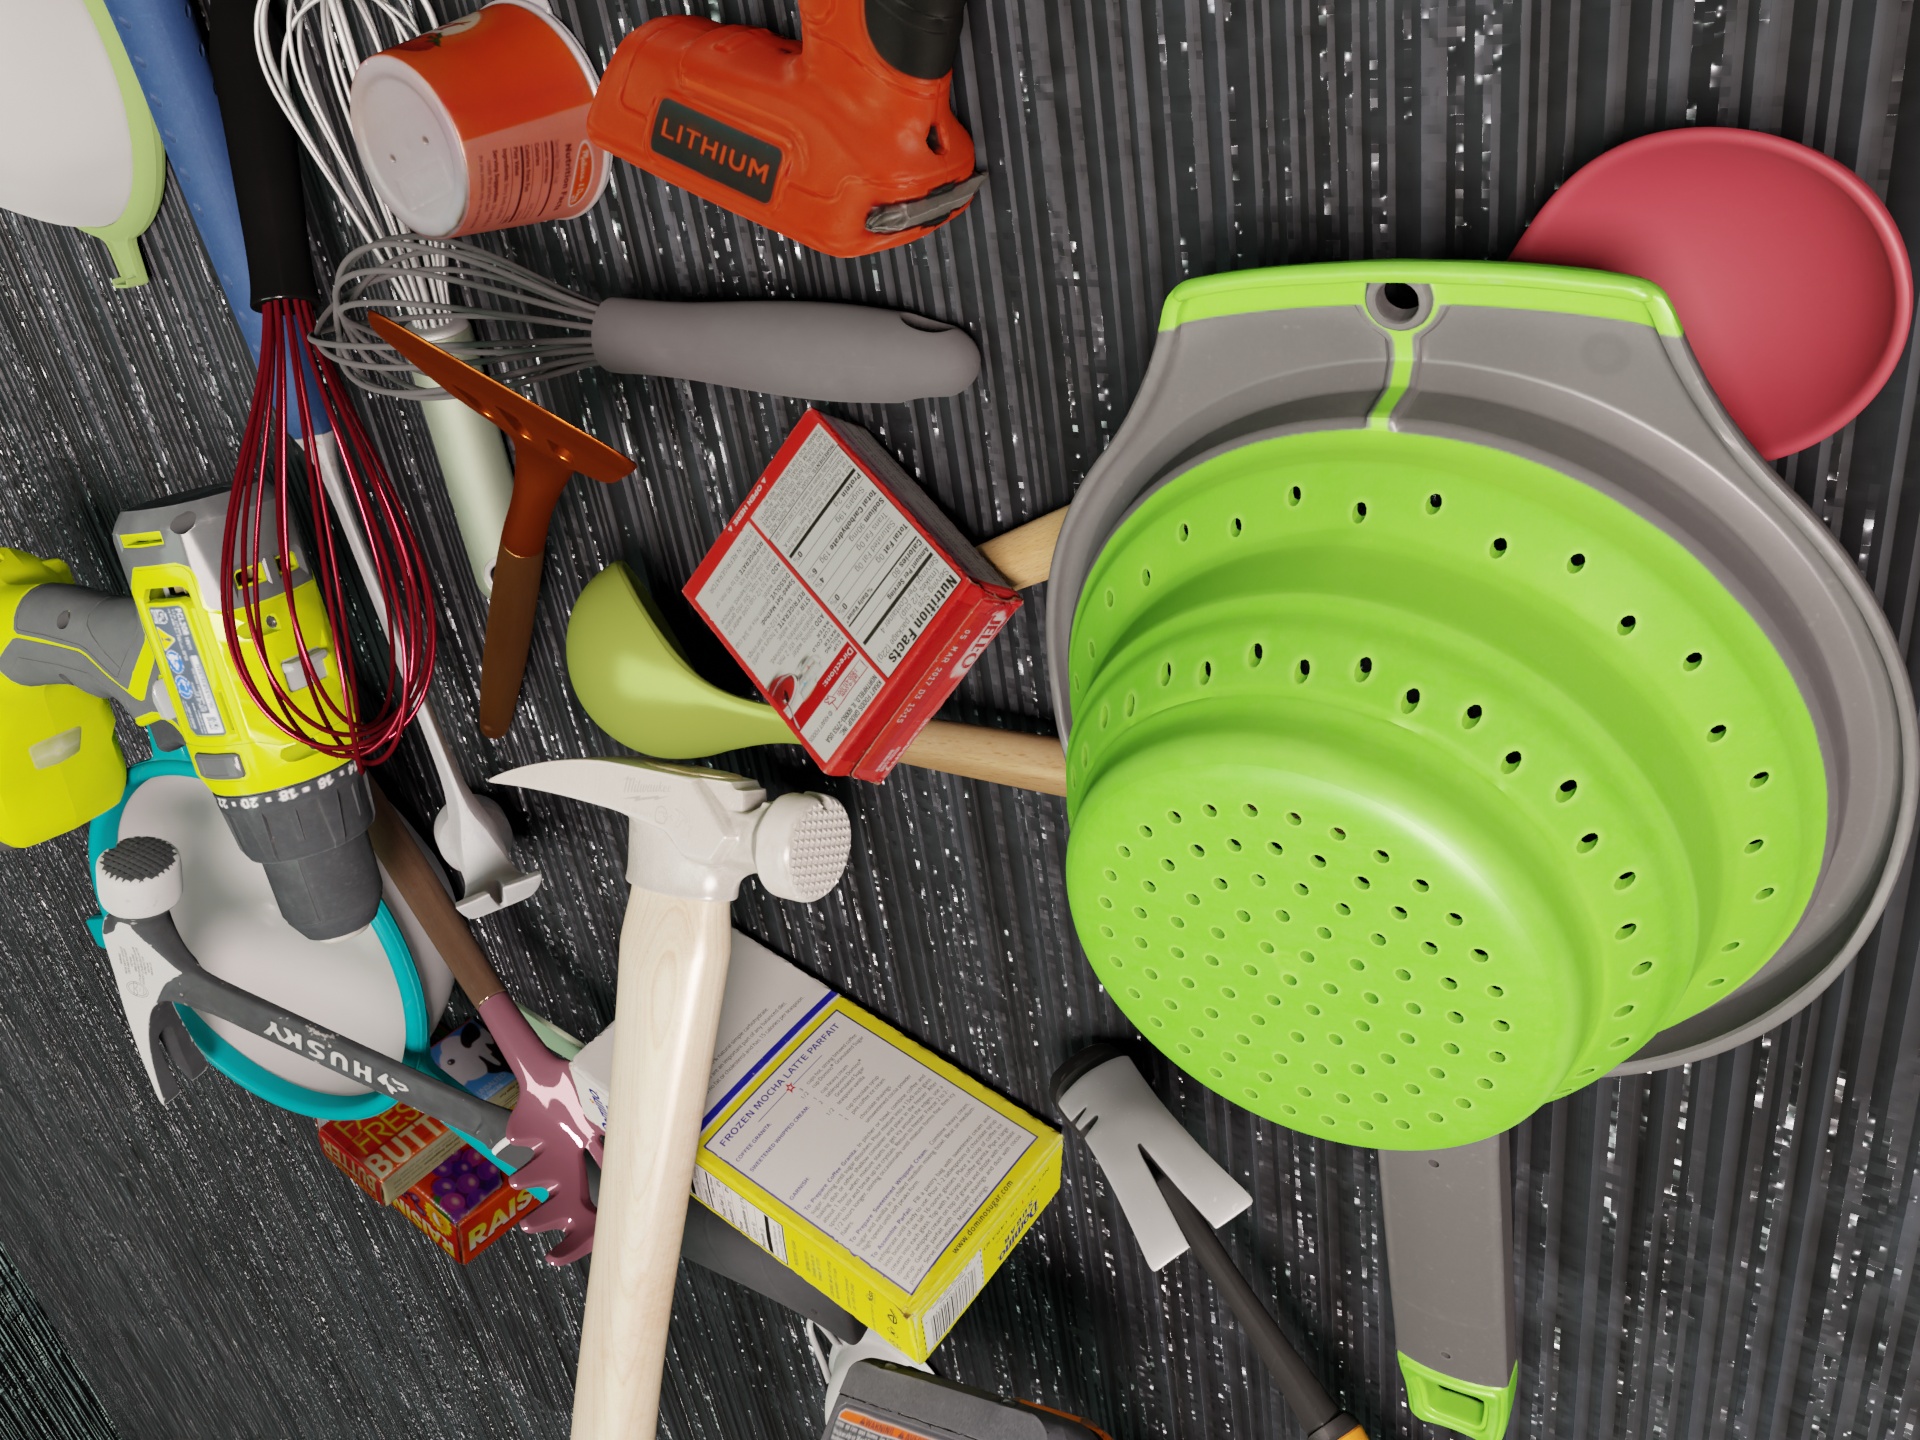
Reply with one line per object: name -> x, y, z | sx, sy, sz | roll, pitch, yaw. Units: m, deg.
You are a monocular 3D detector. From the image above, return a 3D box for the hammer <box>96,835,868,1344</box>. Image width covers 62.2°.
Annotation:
hammer -> -0.227, 0.190, 0.743 | 0.409, 0.036, 0.149 | 22, 124, 11

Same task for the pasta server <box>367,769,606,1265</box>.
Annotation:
pasta server -> -0.226, 0.103, 0.710 | 0.316, 0.060, 0.040 | 51, -177, 19

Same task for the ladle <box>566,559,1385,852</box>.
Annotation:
ladle -> -0.001, -0.002, 0.505 | 0.320, 0.062, 0.078 | 10, 146, 29

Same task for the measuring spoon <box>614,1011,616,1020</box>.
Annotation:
measuring spoon -> -0.137, 0.126, 0.726 | 0.042, 0.021, 0.128 | 43, 140, 10

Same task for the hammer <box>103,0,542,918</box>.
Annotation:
hammer -> -0.252, -0.104, 0.634 | 0.144, 0.035, 0.405 | 28, 137, 64

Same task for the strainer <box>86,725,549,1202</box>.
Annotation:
strainer -> -0.285, 0.134, 0.820 | 0.340, 0.095, 0.211 | 38, 126, 2

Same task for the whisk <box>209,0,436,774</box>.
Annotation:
whisk -> -0.235, -0.127, 0.560 | 0.073, 0.073, 0.296 | -7, 92, 45

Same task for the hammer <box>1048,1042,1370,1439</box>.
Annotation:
hammer -> 0.140, 0.260, 0.530 | 0.336, 0.034, 0.127 | 56, 176, -11

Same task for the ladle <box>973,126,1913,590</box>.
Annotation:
ladle -> 0.071, -0.062, 0.402 | 0.315, 0.031, 0.069 | -16, 107, 49

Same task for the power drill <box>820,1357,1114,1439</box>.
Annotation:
power drill -> 0.041, 0.324, 0.613 | 0.164, 0.084, 0.226 | -6, 142, 44

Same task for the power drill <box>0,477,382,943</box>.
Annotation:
power drill -> -0.349, 0.001, 0.680 | 0.228, 0.080, 0.190 | 0, 111, 28

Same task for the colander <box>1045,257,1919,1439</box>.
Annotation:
colander -> 0.107, 0.092, 0.399 | 0.204, 0.094, 0.396 | 9, 130, 32

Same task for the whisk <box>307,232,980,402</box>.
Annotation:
whisk -> -0.103, -0.118, 0.489 | 0.239, 0.055, 0.055 | 10, 125, 22

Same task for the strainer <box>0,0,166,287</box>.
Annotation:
strainer -> -0.380, -0.291, 0.618 | 0.151, 0.069, 0.256 | 49, 141, 3

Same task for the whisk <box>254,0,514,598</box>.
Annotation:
whisk -> -0.191, -0.149, 0.571 | 0.059, 0.058, 0.246 | -122, 21, -52

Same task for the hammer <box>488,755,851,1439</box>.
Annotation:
hammer -> -0.130, 0.218, 0.589 | 0.146, 0.038, 0.410 | 9, 95, 30

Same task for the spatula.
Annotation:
spatula -> -0.163, -0.047, 0.567 | 0.081, 0.041, 0.322 | 30, 153, -6

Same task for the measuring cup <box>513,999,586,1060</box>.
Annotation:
measuring cup -> -0.145, 0.148, 0.722 | 0.168, 0.038, 0.083 | 24, 140, 18

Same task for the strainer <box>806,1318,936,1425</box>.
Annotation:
strainer -> 0.017, 0.368, 0.749 | 0.258, 0.050, 0.086 | 26, 120, 22
